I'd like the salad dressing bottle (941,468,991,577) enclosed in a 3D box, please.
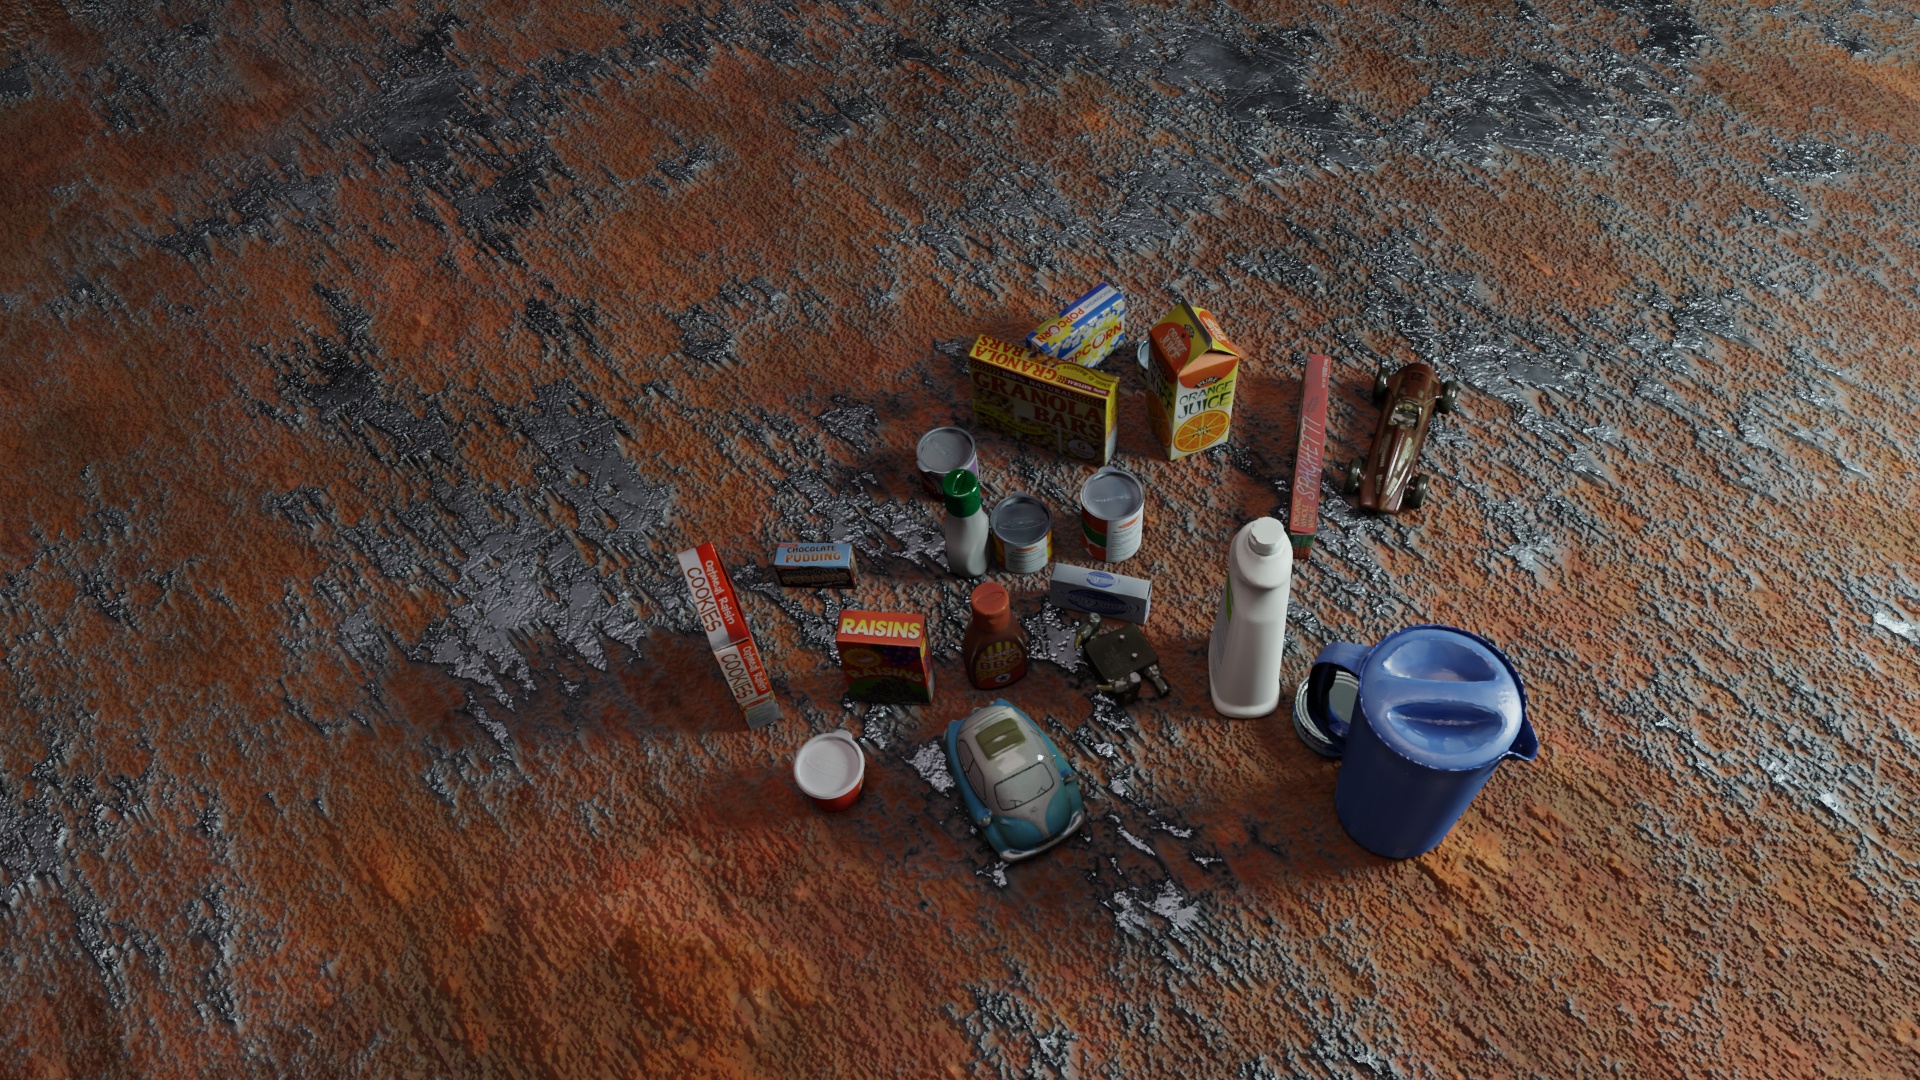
[{"bbox_3d":[0.005,-0.018,1.446,0.044,0.147,0.064,15,59,14],"label":"salad dressing bottle"}]

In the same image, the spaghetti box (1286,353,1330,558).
[{"bbox_3d":[0.381,-0.095,1.525,0.029,0.050,0.251,8,57,10],"label":"spaghetti box"}]

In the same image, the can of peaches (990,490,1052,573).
[{"bbox_3d":[0.066,-0.008,1.488,0.071,0.057,0.071,-2,56,3],"label":"can of peaches"}]

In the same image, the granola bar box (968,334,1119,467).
[{"bbox_3d":[0.092,-0.154,1.544,0.166,0.123,0.039,20,60,17],"label":"granola bar box"}]

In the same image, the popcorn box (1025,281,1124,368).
[{"bbox_3d":[0.135,-0.233,1.618,0.127,0.084,0.038,-37,61,-18],"label":"popcorn box"}]

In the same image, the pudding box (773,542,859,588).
[{"bbox_3d":[-0.154,0.026,1.488,0.084,0.049,0.030,1,56,6],"label":"pudding box"}]

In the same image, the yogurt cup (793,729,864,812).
[{"bbox_3d":[-0.124,0.228,1.347,0.072,0.053,0.073,-2,56,3],"label":"yogurt cup"}]

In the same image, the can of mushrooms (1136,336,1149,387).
[{"bbox_3d":[0.239,-0.206,1.622,0.071,0.033,0.071,-2,56,3],"label":"can of mushrooms"}]

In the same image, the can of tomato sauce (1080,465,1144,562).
[{"bbox_3d":[0.160,-0.027,1.478,0.071,0.082,0.071,-2,56,3],"label":"can of tomato sauce"}]

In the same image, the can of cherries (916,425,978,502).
[{"bbox_3d":[-0.016,-0.083,1.546,0.071,0.058,0.072,-2,56,3],"label":"can of cherries"}]

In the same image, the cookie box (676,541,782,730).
[{"bbox_3d":[-0.227,0.096,1.377,0.040,0.166,0.123,-22,57,-10],"label":"cookie box"}]

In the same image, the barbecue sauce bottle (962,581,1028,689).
[{"bbox_3d":[0.032,0.094,1.368,0.065,0.147,0.044,-16,57,-6],"label":"barbecue sauce bottle"}]

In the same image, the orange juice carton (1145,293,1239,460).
[{"bbox_3d":[0.250,-0.179,1.507,0.073,0.191,0.072,-19,57,-7],"label":"orange juice carton"}]

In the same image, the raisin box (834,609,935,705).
[{"bbox_3d":[-0.072,0.116,1.376,0.086,0.122,0.040,4,57,7],"label":"raisin box"}]

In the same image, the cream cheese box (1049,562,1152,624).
[{"bbox_3d":[0.145,0.055,1.442,0.104,0.053,0.024,11,58,12],"label":"cream cheese box"}]
